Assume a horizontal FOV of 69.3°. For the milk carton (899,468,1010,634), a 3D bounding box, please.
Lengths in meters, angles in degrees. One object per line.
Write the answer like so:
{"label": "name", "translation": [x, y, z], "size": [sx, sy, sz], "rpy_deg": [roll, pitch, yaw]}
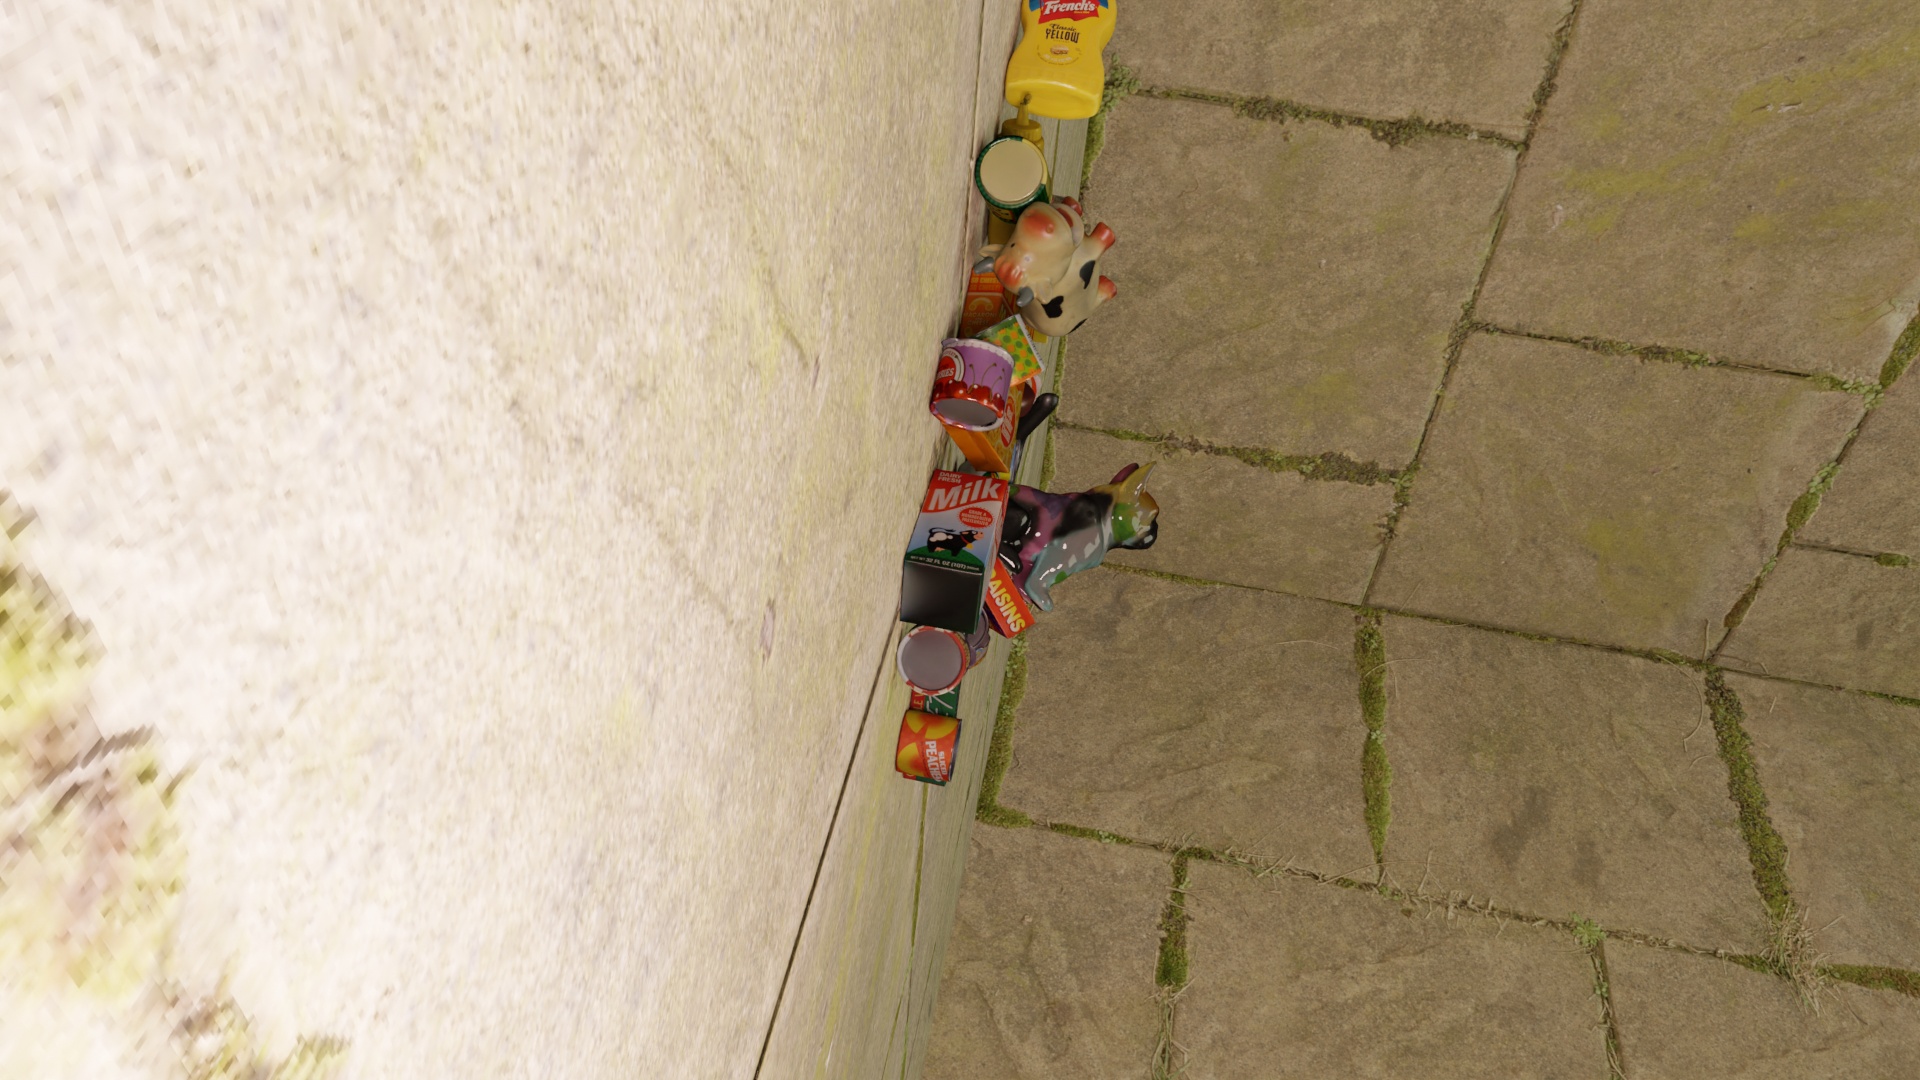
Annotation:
{"label": "milk carton", "translation": [-0.002, -0.004, 1.293], "size": [0.191, 0.072, 0.073], "rpy_deg": [-72, 170, -53]}

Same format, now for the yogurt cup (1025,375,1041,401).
{"label": "yogurt cup", "translation": [0.053, -0.175, 1.645], "size": [0.054, 0.072, 0.072], "rpy_deg": [-54, 154, -61]}

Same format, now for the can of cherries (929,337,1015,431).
{"label": "can of cherries", "translation": [0.008, -0.135, 1.207], "size": [0.071, 0.071, 0.058], "rpy_deg": [86, 16, -70]}

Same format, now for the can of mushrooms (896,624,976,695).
{"label": "can of mushrooms", "translation": [-0.022, 0.107, 1.272], "size": [0.033, 0.071, 0.071], "rpy_deg": [-32, 132, -81]}

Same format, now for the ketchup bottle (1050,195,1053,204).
{"label": "ketchup bottle", "translation": [0.066, -0.341, 1.517], "size": [0.065, 0.044, 0.148], "rpy_deg": [57, -17, 19]}

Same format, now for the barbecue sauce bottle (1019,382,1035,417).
{"label": "barbecue sauce bottle", "translation": [0.036, -0.154, 1.511], "size": [0.043, 0.065, 0.149], "rpy_deg": [-63, 171, 17]}

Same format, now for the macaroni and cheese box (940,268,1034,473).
{"label": "macaroni and cheese box", "translation": [0.029, -0.166, 1.374], "size": [0.123, 0.040, 0.167], "rpy_deg": [51, 47, -64]}

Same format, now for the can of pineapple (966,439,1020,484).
{"label": "can of pineapple", "translation": [0.038, -0.093, 1.646], "size": [0.071, 0.058, 0.071], "rpy_deg": [5, 95, -85]}

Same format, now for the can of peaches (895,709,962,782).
{"label": "can of peaches", "translation": [-0.033, 0.212, 1.428], "size": [0.071, 0.058, 0.071], "rpy_deg": [6, 94, -85]}

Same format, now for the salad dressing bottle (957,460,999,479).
{"label": "salad dressing bottle", "translation": [0.005, -0.019, 1.491], "size": [0.064, 0.044, 0.148], "rpy_deg": [69, 29, -49]}

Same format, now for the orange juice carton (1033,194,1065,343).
{"label": "orange juice carton", "translation": [0.087, -0.338, 1.658], "size": [0.072, 0.072, 0.193], "rpy_deg": [90, 11, -65]}

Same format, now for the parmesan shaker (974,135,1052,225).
{"label": "parmesan shaker", "translation": [0.048, -0.334, 1.283], "size": [0.103, 0.071, 0.071], "rpy_deg": [-35, 134, -82]}

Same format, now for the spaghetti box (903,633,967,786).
{"label": "spaghetti box", "translation": [-0.025, 0.152, 1.454], "size": [0.029, 0.050, 0.248], "rpy_deg": [-68, 167, -59]}

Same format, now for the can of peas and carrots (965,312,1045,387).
{"label": "can of peas and carrots", "translation": [0.035, -0.168, 1.274], "size": [0.058, 0.071, 0.071], "rpy_deg": [63, 11, -7]}

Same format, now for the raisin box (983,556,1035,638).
{"label": "raisin box", "translation": [0.033, 0.057, 1.535], "size": [0.086, 0.040, 0.123], "rpy_deg": [60, -9, -10]}

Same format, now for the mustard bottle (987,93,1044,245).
{"label": "mustard bottle", "translation": [0.057, -0.368, 1.387], "size": [0.066, 0.049, 0.159], "rpy_deg": [-74, 171, -56]}

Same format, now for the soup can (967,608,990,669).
{"label": "soup can", "translation": [0.001, 0.105, 1.528], "size": [0.083, 0.071, 0.071], "rpy_deg": [85, 15, -72]}
